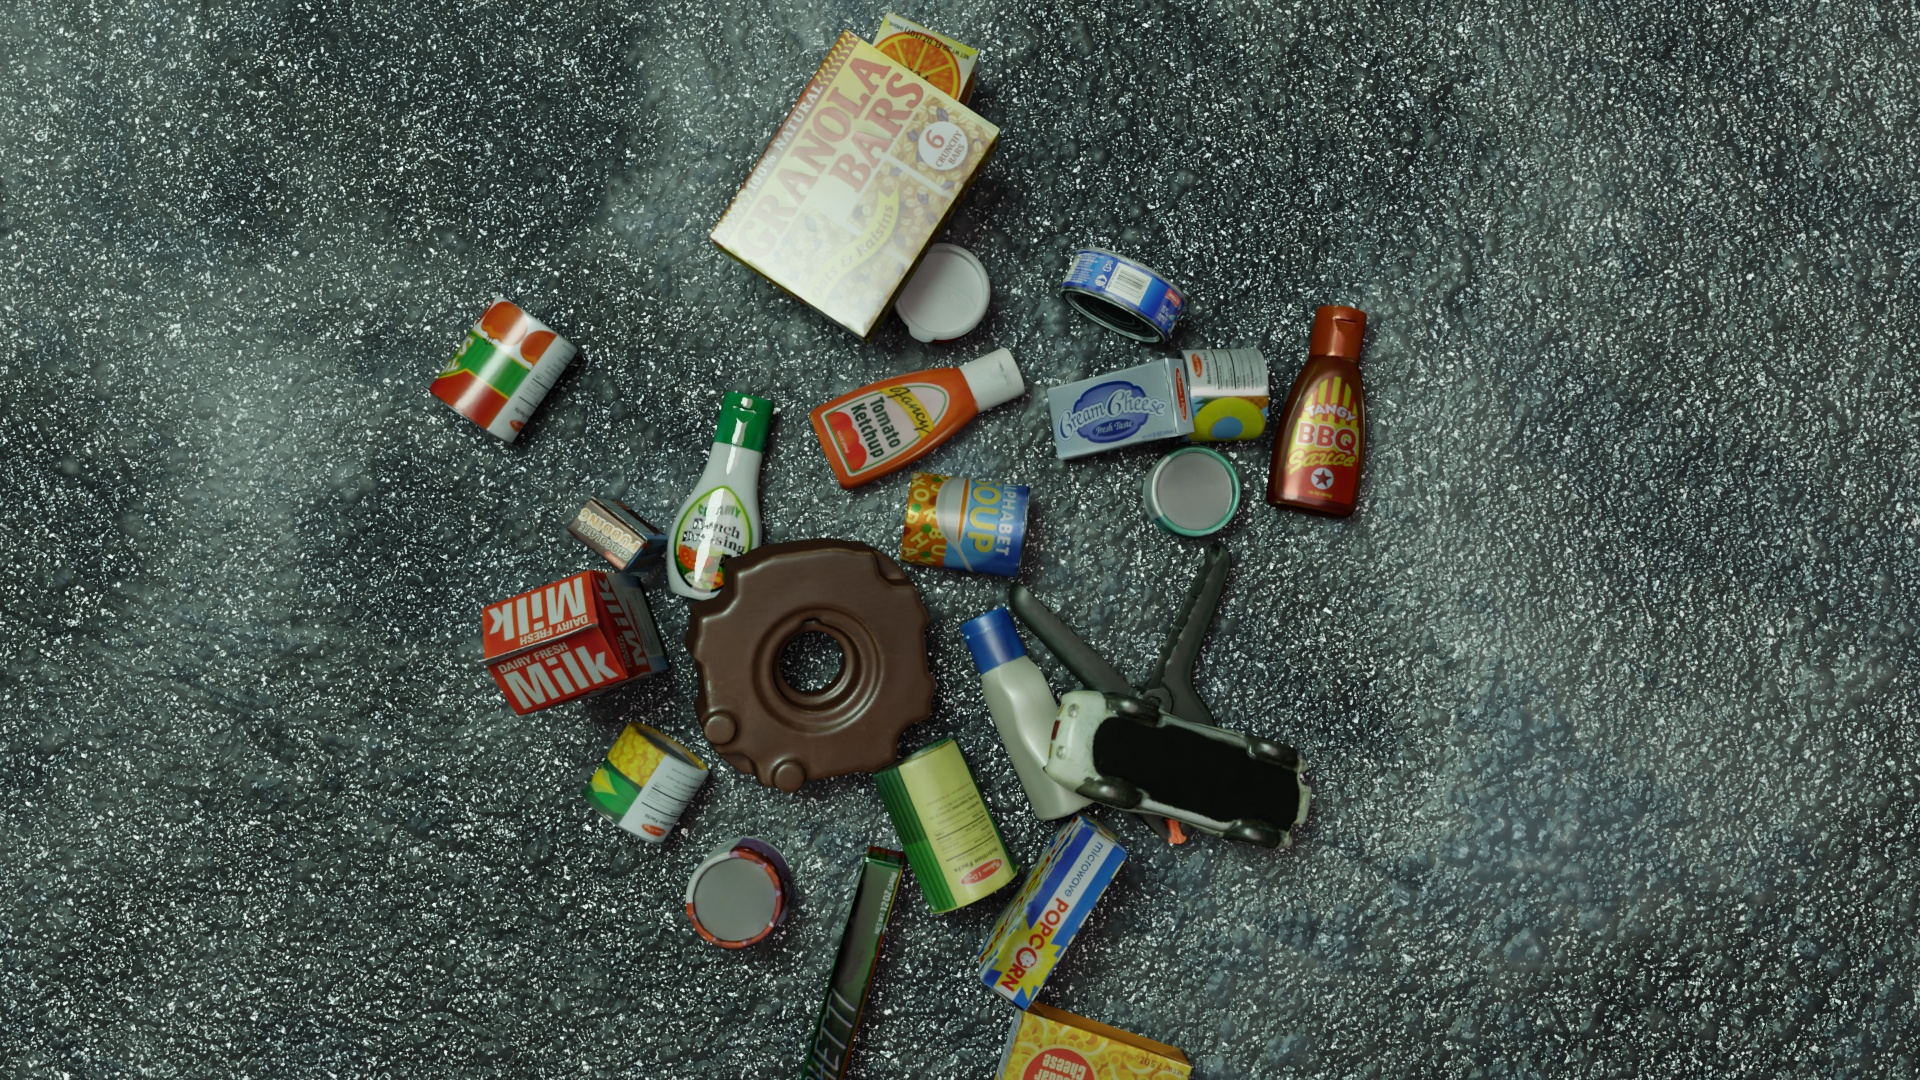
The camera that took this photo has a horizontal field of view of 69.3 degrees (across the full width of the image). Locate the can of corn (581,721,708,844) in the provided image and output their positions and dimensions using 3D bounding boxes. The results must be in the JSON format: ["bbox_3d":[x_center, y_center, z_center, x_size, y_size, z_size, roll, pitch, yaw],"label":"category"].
[{"bbox_3d":[-0.218,0.165,0.956,0.071,0.071,0.058,34,86,0],"label":"can of corn"}]

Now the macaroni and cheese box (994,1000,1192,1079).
[{"bbox_3d":[0.075,0.420,0.963,0.124,0.040,0.166,18,86,0],"label":"macaroni and cheese box"}]

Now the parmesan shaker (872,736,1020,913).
[{"bbox_3d":[-0.009,0.195,0.962,0.071,0.071,0.103,-24,87,-3],"label":"parmesan shaker"}]

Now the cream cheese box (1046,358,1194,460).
[{"bbox_3d":[0.110,-0.091,0.973,0.103,0.024,0.053,-10,87,40],"label":"cream cheese box"}]

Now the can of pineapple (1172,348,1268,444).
[{"bbox_3d":[0.183,-0.102,0.988,0.058,0.071,0.071,-1,87,-2],"label":"can of pineapple"}]

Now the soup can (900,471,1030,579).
[{"bbox_3d":[0.003,-0.012,0.971,0.084,0.071,0.071,8,87,-1],"label":"soup can"}]

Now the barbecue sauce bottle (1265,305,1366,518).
[{"bbox_3d":[0.263,-0.093,1.000,0.065,0.043,0.148,10,86,0],"label":"barbecue sauce bottle"}]

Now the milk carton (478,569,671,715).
[{"bbox_3d":[-0.248,0.065,0.897,0.072,0.190,0.073,-20,88,-3],"label":"milk carton"}]

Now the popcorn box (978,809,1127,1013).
[{"bbox_3d":[0.062,0.249,0.950,0.038,0.085,0.127,34,87,1],"label":"popcorn box"}]

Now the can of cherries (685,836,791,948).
[{"bbox_3d":[-0.150,0.243,0.956,0.071,0.058,0.071,0,86,-2],"label":"can of cherries"}]

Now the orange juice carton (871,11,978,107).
[{"bbox_3d":[-0.058,-0.262,0.984,0.072,0.073,0.192,23,86,-1],"label":"orange juice carton"}]

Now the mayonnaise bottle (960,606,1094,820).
[{"bbox_3d":[0.046,0.120,0.971,0.041,0.064,0.148,-21,83,-21],"label":"mayonnaise bottle"}]

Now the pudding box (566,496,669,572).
[{"bbox_3d":[-0.233,-0.003,0.956,0.049,0.083,0.030,37,89,0],"label":"pudding box"}]

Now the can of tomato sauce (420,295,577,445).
[{"bbox_3d":[-0.320,-0.120,0.968,0.071,0.071,0.083,34,85,0],"label":"can of tomato sauce"}]

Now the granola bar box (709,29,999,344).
[{"bbox_3d":[-0.070,-0.233,0.925,0.124,0.039,0.165,33,88,0],"label":"granola bar box"}]

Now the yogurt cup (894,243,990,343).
[{"bbox_3d":[-0.014,-0.172,0.989,0.072,0.054,0.072,0,87,-2],"label":"yogurt cup"}]

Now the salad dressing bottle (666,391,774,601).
[{"bbox_3d":[-0.166,-0.030,0.980,0.064,0.044,0.147,13,86,-4],"label":"salad dressing bottle"}]

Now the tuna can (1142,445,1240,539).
[{"bbox_3d":[0.169,-0.034,0.998,0.071,0.033,0.071,0,87,-2],"label":"tuna can"}]

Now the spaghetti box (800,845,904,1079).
[{"bbox_3d":[-0.086,0.337,0.957,0.029,0.050,0.250,16,86,1],"label":"spaghetti box"}]

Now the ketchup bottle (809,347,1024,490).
[{"bbox_3d":[-0.028,-0.092,0.989,0.149,0.043,0.064,-24,88,-4],"label":"ketchup bottle"}]
